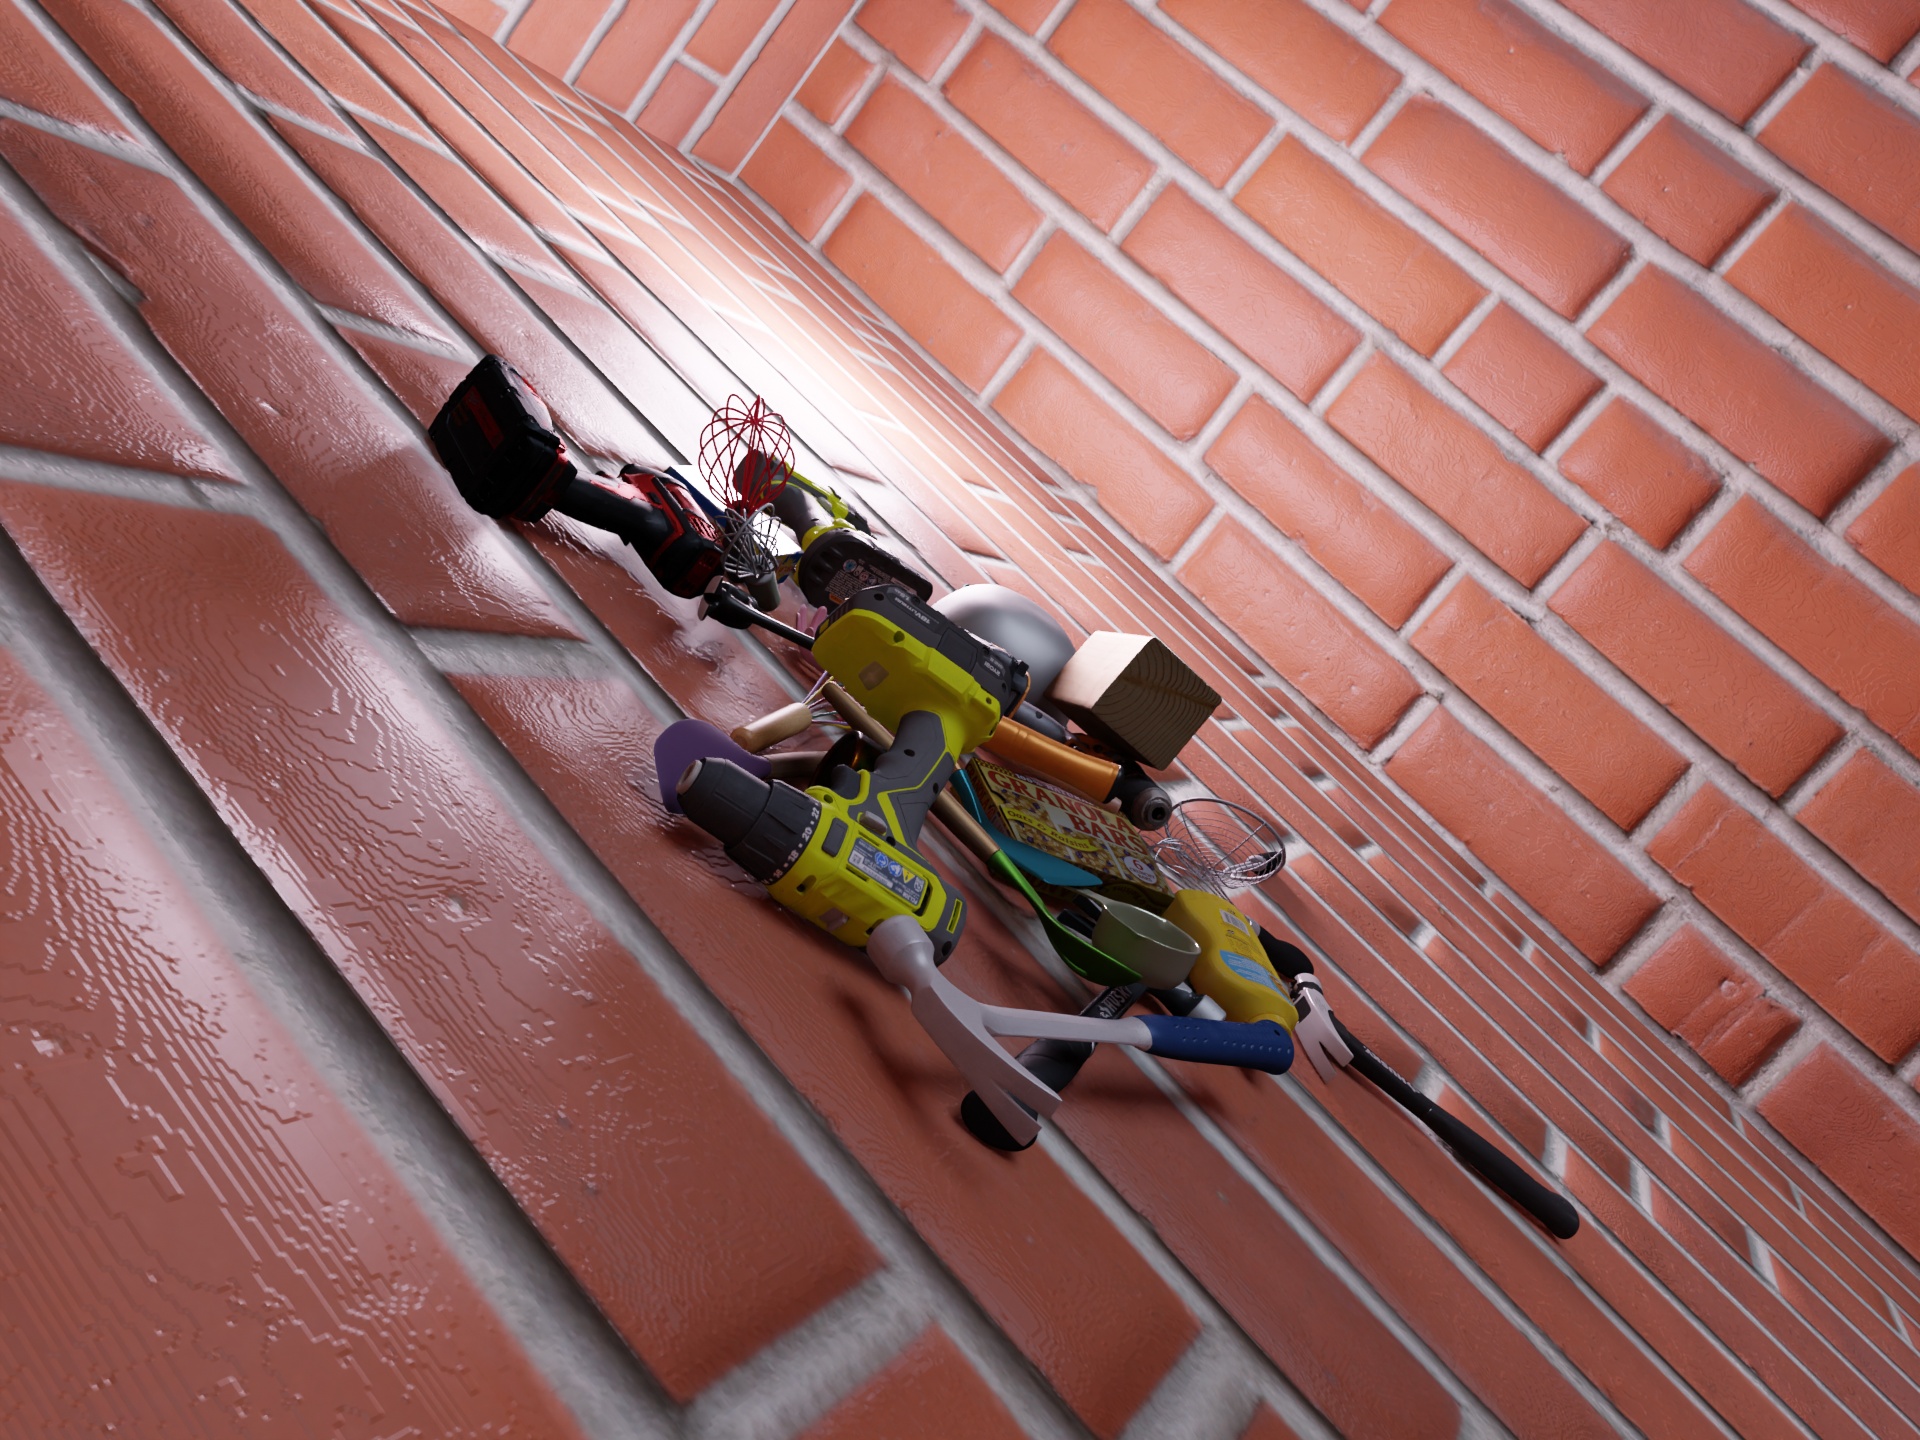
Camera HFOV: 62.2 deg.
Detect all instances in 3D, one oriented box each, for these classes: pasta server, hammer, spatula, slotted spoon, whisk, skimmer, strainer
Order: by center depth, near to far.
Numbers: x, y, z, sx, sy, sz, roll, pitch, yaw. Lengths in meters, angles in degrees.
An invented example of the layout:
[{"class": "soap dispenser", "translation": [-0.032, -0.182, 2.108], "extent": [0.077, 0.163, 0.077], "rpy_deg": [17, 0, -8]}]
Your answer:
[{"class": "hammer", "translation": [0.110, 0.203, 1.010], "extent": [0.405, 0.035, 0.144], "rpy_deg": [19, 25, -50]}, {"class": "hammer", "translation": [0.081, 0.205, 1.070], "extent": [0.149, 0.036, 0.409], "rpy_deg": [43, 16, 12]}, {"class": "spatula", "translation": [-0.124, 0.029, 1.083], "extent": [0.315, 0.018, 0.060], "rpy_deg": [1, 77, -70]}, {"class": "slotted spoon", "translation": [0.006, 0.079, 1.123], "extent": [0.314, 0.031, 0.070], "rpy_deg": [45, -1, 19]}, {"class": "hammer", "translation": [-0.034, -0.021, 1.169], "extent": [0.337, 0.034, 0.127], "rpy_deg": [25, 1, -1]}, {"class": "whisk", "translation": [-0.110, -0.003, 1.187], "extent": [0.051, 0.047, 0.245], "rpy_deg": [31, 18, 10]}, {"class": "spatula", "translation": [-0.007, 0.015, 1.228], "extent": [0.082, 0.044, 0.318], "rpy_deg": [8, 42, -54]}, {"class": "whisk", "translation": [-0.171, -0.169, 1.241], "extent": [0.073, 0.073, 0.295], "rpy_deg": [42, -19, 4]}, {"class": "whisk", "translation": [-0.159, -0.121, 1.248], "extent": [0.058, 0.059, 0.246], "rpy_deg": [37, -8, 2]}, {"class": "pasta server", "translation": [-0.002, -0.004, 1.332], "extent": [0.316, 0.040, 0.060], "rpy_deg": [28, 24, -5]}, {"class": "hammer", "translation": [0.437, 0.367, 1.459], "extent": [0.334, 0.035, 0.146], "rpy_deg": [39, 15, -6]}, {"class": "whisk", "translation": [0.250, 0.182, 1.498], "extent": [0.284, 0.070, 0.070], "rpy_deg": [36, 15, -34]}, {"class": "skimmer", "translation": [0.315, 0.129, 1.722], "extent": [0.127, 0.090, 0.363], "rpy_deg": [12, 2, 23]}, {"class": "strainer", "translation": [0.051, -0.105, 1.736], "extent": [0.210, 0.095, 0.341], "rpy_deg": [34, 18, -20]}]

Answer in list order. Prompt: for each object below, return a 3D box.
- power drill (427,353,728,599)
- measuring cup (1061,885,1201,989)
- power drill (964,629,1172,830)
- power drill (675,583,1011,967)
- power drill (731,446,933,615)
[{"class": "power drill", "translation": [-0.282, -0.181, 1.207], "extent": [0.219, 0.078, 0.143], "rpy_deg": [26, 22, -51]}, {"class": "measuring cup", "translation": [0.092, 0.145, 1.156], "extent": [0.168, 0.038, 0.083], "rpy_deg": [26, 9, 20]}, {"class": "power drill", "translation": [0.084, 0.019, 1.447], "extent": [0.226, 0.084, 0.185], "rpy_deg": [36, 0, -25]}, {"class": "power drill", "translation": [-0.065, 0.025, 1.003], "extent": [0.190, 0.080, 0.229], "rpy_deg": [35, 47, -18]}, {"class": "power drill", "translation": [-0.120, -0.174, 1.568], "extent": [0.171, 0.080, 0.223], "rpy_deg": [28, 17, -38]}]
